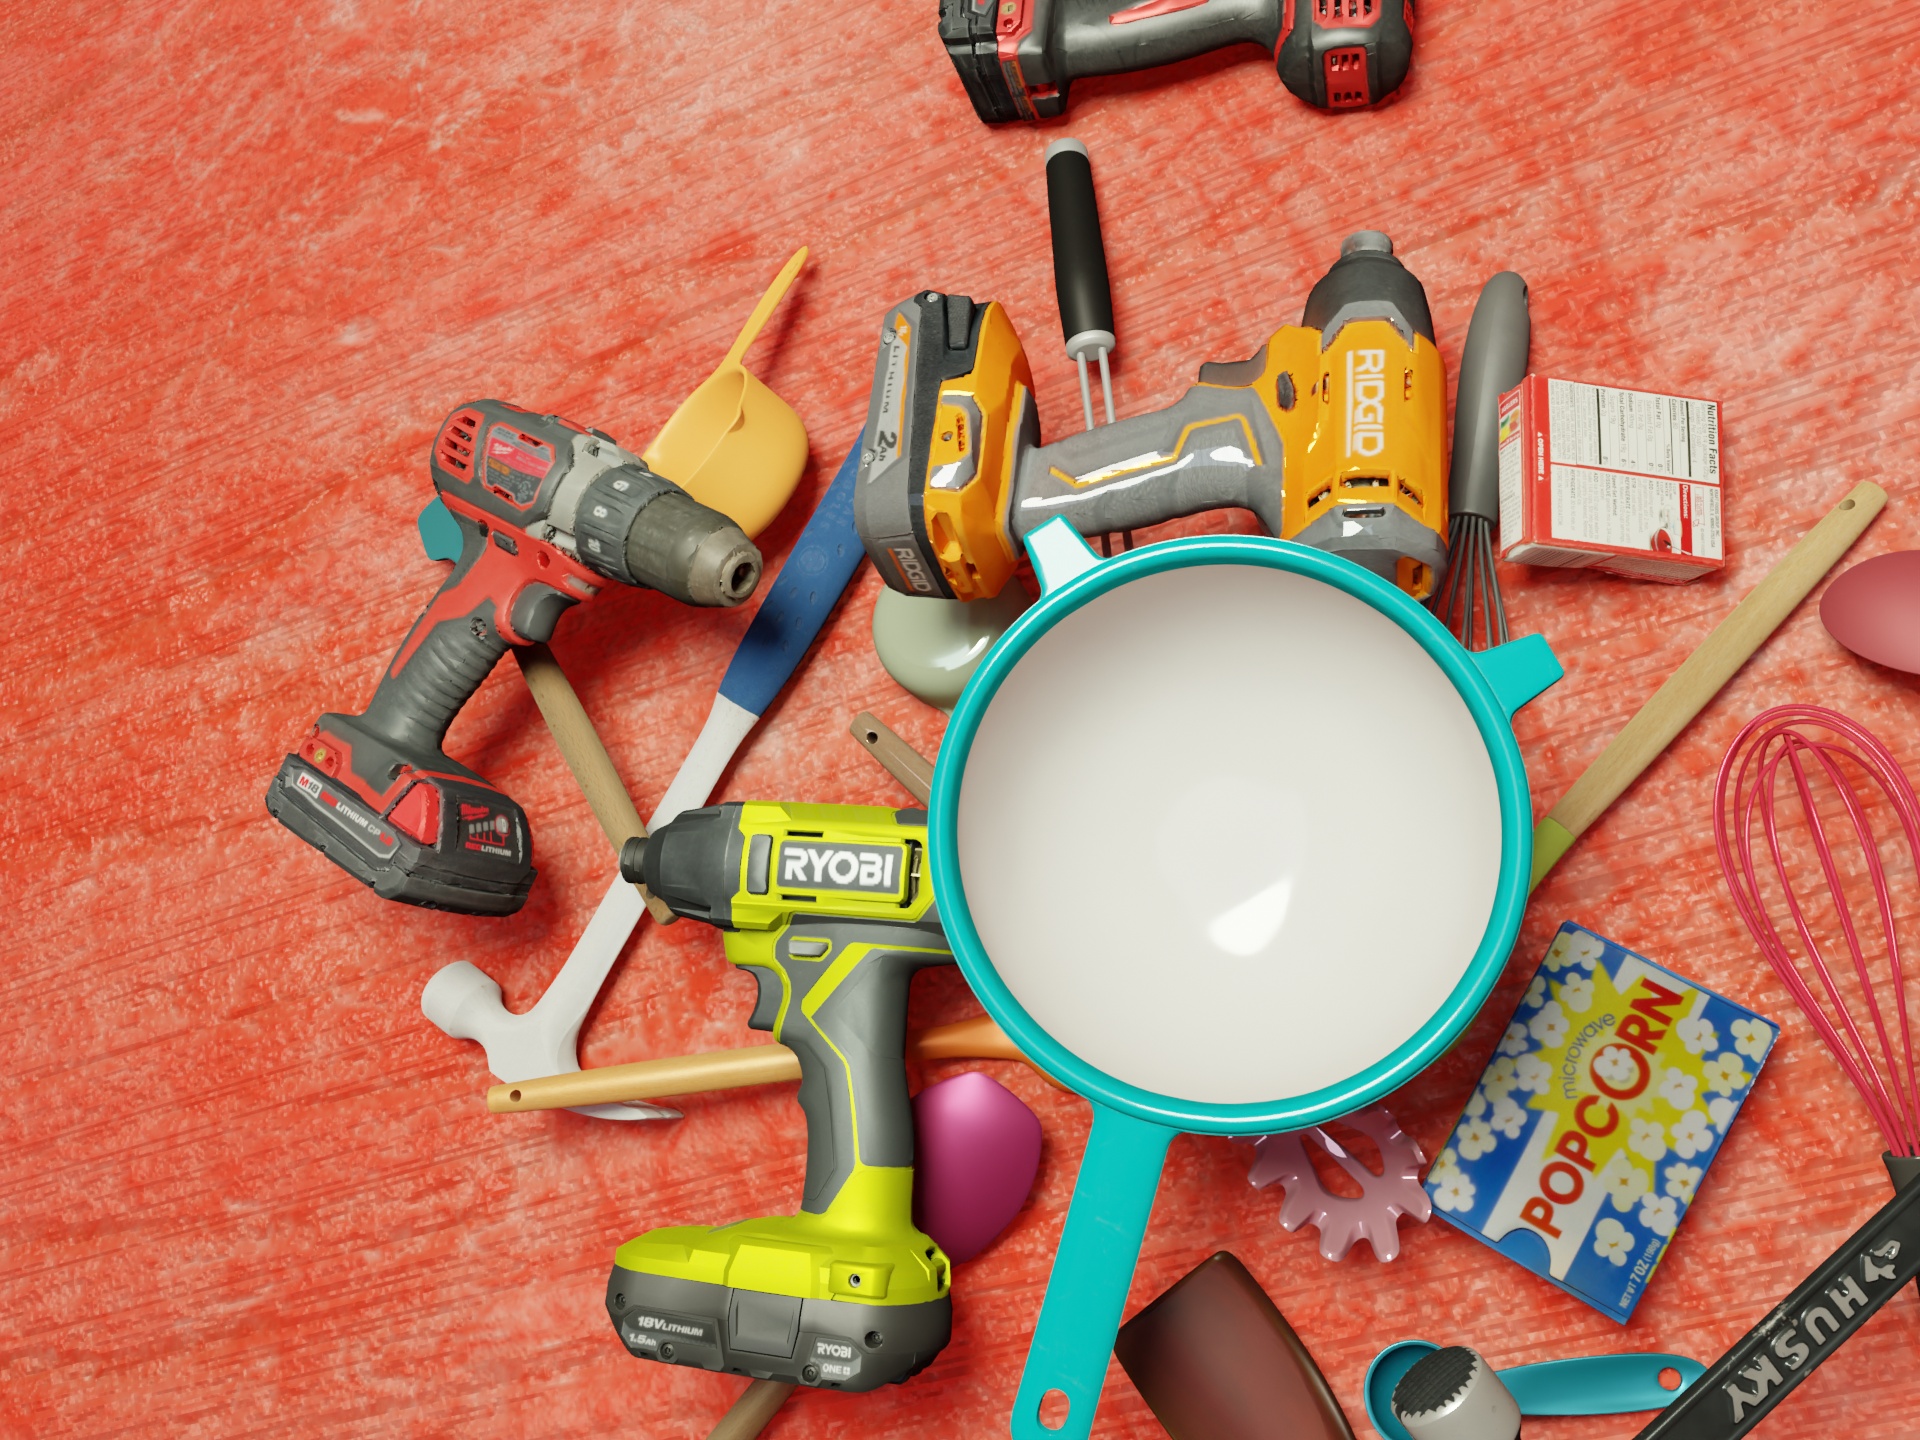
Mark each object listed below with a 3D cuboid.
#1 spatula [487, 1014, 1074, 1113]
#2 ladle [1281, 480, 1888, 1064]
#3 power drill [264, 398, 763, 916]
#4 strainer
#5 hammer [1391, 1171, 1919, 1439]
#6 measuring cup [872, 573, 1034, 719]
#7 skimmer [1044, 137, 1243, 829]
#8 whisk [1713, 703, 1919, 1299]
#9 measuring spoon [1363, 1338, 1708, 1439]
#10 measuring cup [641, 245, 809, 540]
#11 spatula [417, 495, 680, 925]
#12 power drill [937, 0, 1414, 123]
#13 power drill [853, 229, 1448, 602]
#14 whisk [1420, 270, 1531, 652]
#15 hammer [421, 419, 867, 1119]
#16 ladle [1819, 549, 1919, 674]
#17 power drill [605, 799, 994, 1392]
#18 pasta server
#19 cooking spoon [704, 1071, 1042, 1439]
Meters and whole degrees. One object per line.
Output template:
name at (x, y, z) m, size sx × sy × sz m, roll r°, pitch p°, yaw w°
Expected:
spatula at (-0.056, 0.147, 0.703) m, size 0.322 × 0.041 × 0.081 m, roll -9°, pitch 75°, yaw 5°
ladle at (0.254, 0.017, 0.636) m, size 0.320 × 0.062 × 0.078 m, roll -47°, pitch 35°, yaw 0°
power drill at (-0.201, -0.025, 0.728) m, size 0.188 × 0.080 × 0.227 m, roll 26°, pitch 90°, yaw 30°
strainer at (0.083, 0.103, 0.601) m, size 0.211 × 0.095 × 0.340 m, roll 16°, pitch 91°, yaw 13°
hammer at (0.342, 0.157, 0.532) m, size 0.409 × 0.036 × 0.149 m, roll -37°, pitch 90°, yaw -7°
measuring cup at (-0.001, -0.002, 0.737) m, size 0.083 × 0.038 × 0.168 m, roll -10°, pitch 72°, yaw 17°
skimmer at (0.068, -0.108, 0.743) m, size 0.127 × 0.090 × 0.364 m, roll -7°, pitch 64°, yaw 6°
whisk at (0.341, 0.137, 0.578) m, size 0.073 × 0.073 × 0.296 m, roll -15°, pitch 80°, yaw 16°
measuring spoon at (0.221, 0.257, 0.615) m, size 0.128 × 0.021 × 0.042 m, roll -8°, pitch 75°, yaw 8°
measuring cup at (-0.099, -0.160, 0.800) m, size 0.095 × 0.052 × 0.174 m, roll -6°, pitch 52°, yaw 51°
spatula at (-0.204, -0.027, 0.797) m, size 0.082 × 0.044 × 0.318 m, roll -38°, pitch 64°, yaw 9°
power drill at (0.108, -0.366, 0.768) m, size 0.220 × 0.078 × 0.143 m, roll 3°, pitch 78°, yaw 17°
power drill at (0.081, -0.126, 0.649) m, size 0.226 × 0.084 × 0.164 m, roll 1°, pitch 66°, yaw 15°
whisk at (0.220, -0.085, 0.680) m, size 0.055 × 0.055 × 0.239 m, roll 7°, pitch 75°, yaw 21°
hammer at (-0.109, 0.005, 0.776) m, size 0.144 × 0.035 × 0.405 m, roll 29°, pitch 88°, yaw 23°
ladle at (0.445, 0.022, 0.539) m, size 0.069 × 0.031 × 0.316 m, roll -35°, pitch 53°, yaw -18°
power drill at (-0.071, 0.145, 0.657) m, size 0.171 × 0.080 × 0.223 m, roll 2°, pitch 80°, yaw 17°
pasta server at (0.063, 0.097, 0.663) m, size 0.316 × 0.040 × 0.060 m, roll 42°, pitch 96°, yaw 20°
cooking spoon at (-0.075, 0.283, 0.693) m, size 0.069 × 0.017 × 0.319 m, roll 38°, pitch 98°, yaw 3°
